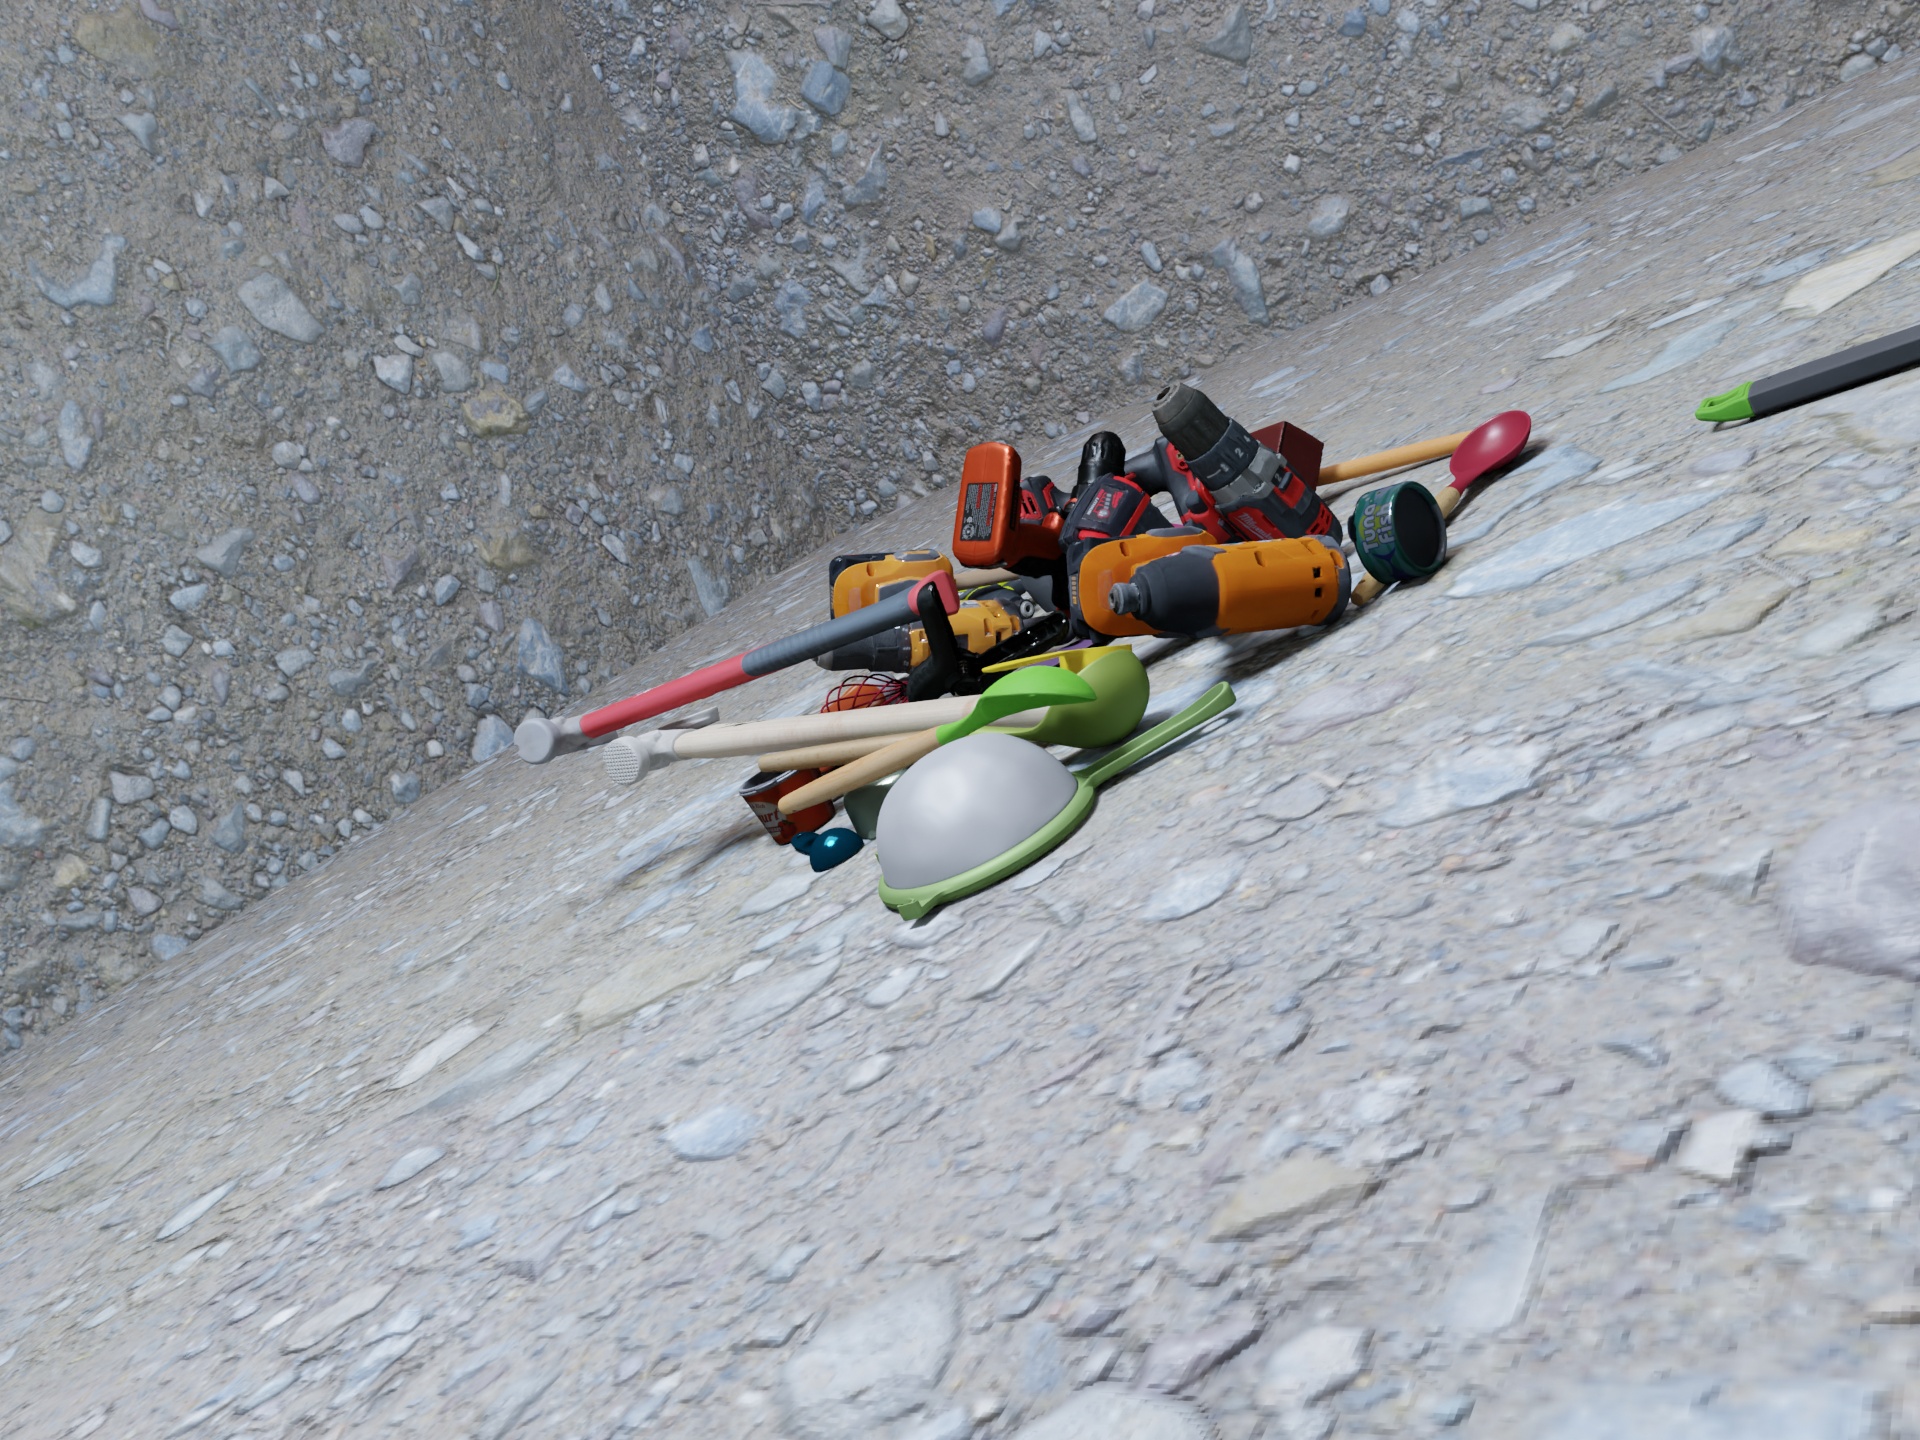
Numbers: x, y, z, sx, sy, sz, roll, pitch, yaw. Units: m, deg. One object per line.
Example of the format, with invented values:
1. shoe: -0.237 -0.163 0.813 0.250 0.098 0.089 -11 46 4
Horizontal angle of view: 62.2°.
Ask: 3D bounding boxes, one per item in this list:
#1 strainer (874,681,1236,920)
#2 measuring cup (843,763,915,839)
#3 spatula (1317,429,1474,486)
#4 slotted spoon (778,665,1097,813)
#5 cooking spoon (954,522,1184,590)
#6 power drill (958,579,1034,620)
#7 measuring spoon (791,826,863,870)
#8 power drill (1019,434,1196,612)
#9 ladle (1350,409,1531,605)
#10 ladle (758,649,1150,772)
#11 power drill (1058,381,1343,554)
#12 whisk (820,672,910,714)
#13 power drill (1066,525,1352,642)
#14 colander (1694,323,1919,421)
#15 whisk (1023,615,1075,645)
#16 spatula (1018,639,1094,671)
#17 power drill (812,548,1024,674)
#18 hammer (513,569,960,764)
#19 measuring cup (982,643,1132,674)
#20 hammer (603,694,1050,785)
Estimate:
1. strainer: 0.049 0.024 0.989 0.256 0.069 0.151 -30 12 -3
2. measuring cup: -0.019 0.041 1.143 0.167 0.038 0.083 -20 14 42
3. spatula: 0.347 -0.235 1.480 0.323 0.081 0.041 -9 38 44
4. slotted spoon: -0.030 0.018 1.084 0.070 0.031 0.314 5 -21 -43
5. cooking spoon: 0.077 -0.153 1.587 0.319 0.017 0.069 -11 43 -1
6. power drill: 0.068 -0.149 1.678 0.223 0.080 0.171 -40 21 -33
7. measuring spoon: -0.109 0.087 1.187 0.042 0.021 0.129 -31 14 -18
8. power drill: 0.152 -0.188 1.516 0.219 0.143 0.078 -18 5 12
9. ladle: 0.358 -0.159 1.189 0.069 0.031 0.315 -19 16 46
10. ladle: -0.015 0.002 1.128 0.320 0.062 0.078 -8 -9 30
11. power drill: 0.177 -0.177 1.292 0.227 0.187 0.080 -14 40 58
12. whisk: -0.056 -0.024 1.451 0.073 0.073 0.296 -23 5 21
13. power drill: 0.154 -0.096 1.144 0.164 0.084 0.226 -6 7 -16
14. colander: 0.626 -0.281 0.936 0.397 0.094 0.204 -17 16 41
15. whisk: 0.048 -0.079 1.469 0.055 0.055 0.239 -32 13 -19
16. spatula: -0.002 -0.004 1.350 0.316 0.018 0.060 -30 8 -13
17. power drill: -0.062 -0.093 1.442 0.185 0.084 0.226 -6 20 -17
18. hammer: -0.175 -0.044 1.321 0.386 0.038 0.143 -19 1 18
19. measuring cup: 0.071 -0.036 1.183 0.062 0.029 0.156 -4 6 43
20. hammer: -0.075 0.001 1.242 0.411 0.038 0.146 -6 10 27
